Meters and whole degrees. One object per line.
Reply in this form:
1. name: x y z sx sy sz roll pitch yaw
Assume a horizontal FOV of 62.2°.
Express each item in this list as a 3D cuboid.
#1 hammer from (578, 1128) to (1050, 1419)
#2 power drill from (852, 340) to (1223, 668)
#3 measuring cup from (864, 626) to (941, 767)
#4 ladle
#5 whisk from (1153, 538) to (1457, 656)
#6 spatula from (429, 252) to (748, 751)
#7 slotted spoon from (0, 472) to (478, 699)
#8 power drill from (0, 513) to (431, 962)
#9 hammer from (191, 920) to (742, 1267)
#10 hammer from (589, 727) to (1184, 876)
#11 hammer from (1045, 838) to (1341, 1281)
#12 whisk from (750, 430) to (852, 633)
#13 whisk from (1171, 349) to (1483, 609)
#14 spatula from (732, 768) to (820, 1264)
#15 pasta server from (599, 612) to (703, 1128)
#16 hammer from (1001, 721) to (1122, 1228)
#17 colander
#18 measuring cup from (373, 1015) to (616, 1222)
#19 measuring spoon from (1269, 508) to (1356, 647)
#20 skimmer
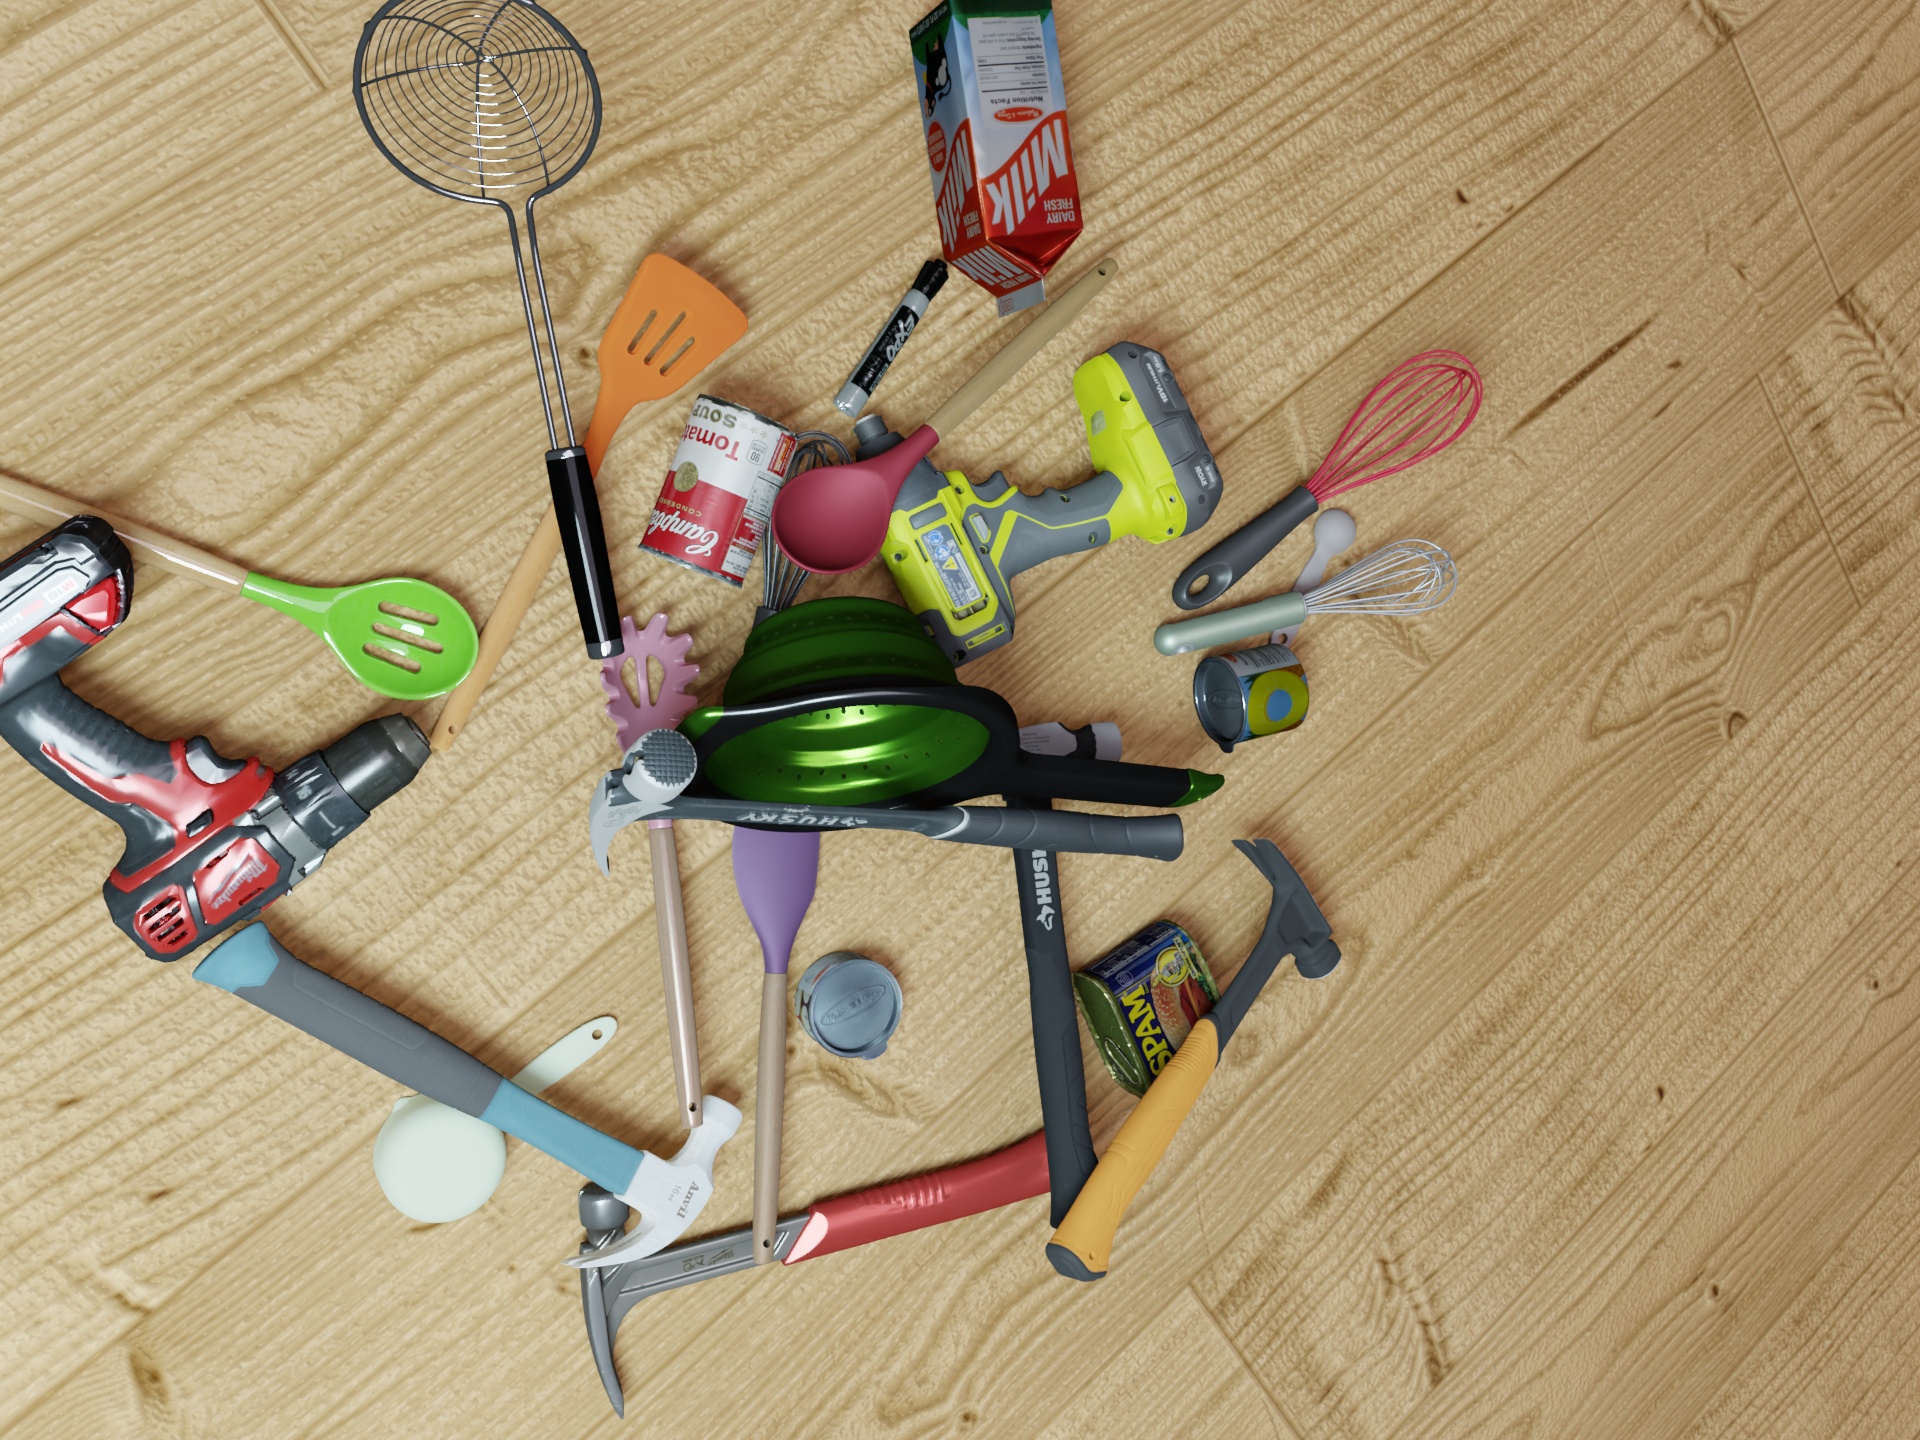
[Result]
1. hammer: -0.074 0.347 1.075 0.359 0.037 0.149 -8 98 -23
2. power drill: 0.047 -0.156 1.059 0.223 0.080 0.171 -27 94 -16
3. measuring cup: -0.029 -0.033 1.072 0.062 0.029 0.156 23 74 -21
4. ladle: -0.002 -0.200 1.009 0.069 0.031 0.315 45 70 -3
5. whisk: 0.255 -0.086 1.168 0.246 0.057 0.059 -15 71 -13
6. spatula: -0.236 -0.125 0.958 0.081 0.041 0.322 31 83 -43
7. slotted spoon: -0.425 -0.089 0.887 0.313 0.031 0.070 22 88 -22
8. power drill: -0.421 -0.001 0.858 0.188 0.080 0.226 -37 116 -11
9. hammer: -0.288 0.214 0.937 0.330 0.033 0.128 36 61 -21
10. hammer: -0.029 0.065 0.977 0.408 0.149 0.036 6 63 -30
11. hammer: 0.154 0.232 1.084 0.337 0.034 0.127 -49 116 -32
12. whisk: -0.116 -0.068 1.016 0.055 0.055 0.239 13 94 -24
13. whisk: 0.269 -0.175 1.171 0.296 0.073 0.073 -39 109 -9
14. spatula: -0.123 0.189 1.030 0.059 0.018 0.316 4 84 -23
15. pasta server: -0.181 0.093 0.980 0.060 0.040 0.316 -6 88 -20
16. hammer: 0.054 0.170 1.073 0.146 0.035 0.335 -5 84 -16
17. colander: -0.002 -0.003 0.995 0.396 0.204 0.095 6 62 -31
18. measuring cup: -0.278 0.239 0.973 0.167 0.038 0.083 -36 108 -16
19. measuring spoon: 0.265 -0.103 1.193 0.034 0.018 0.124 30 83 -23
20. skimmer: -0.237 -0.207 0.878 0.127 0.090 0.363 -9 103 -1
